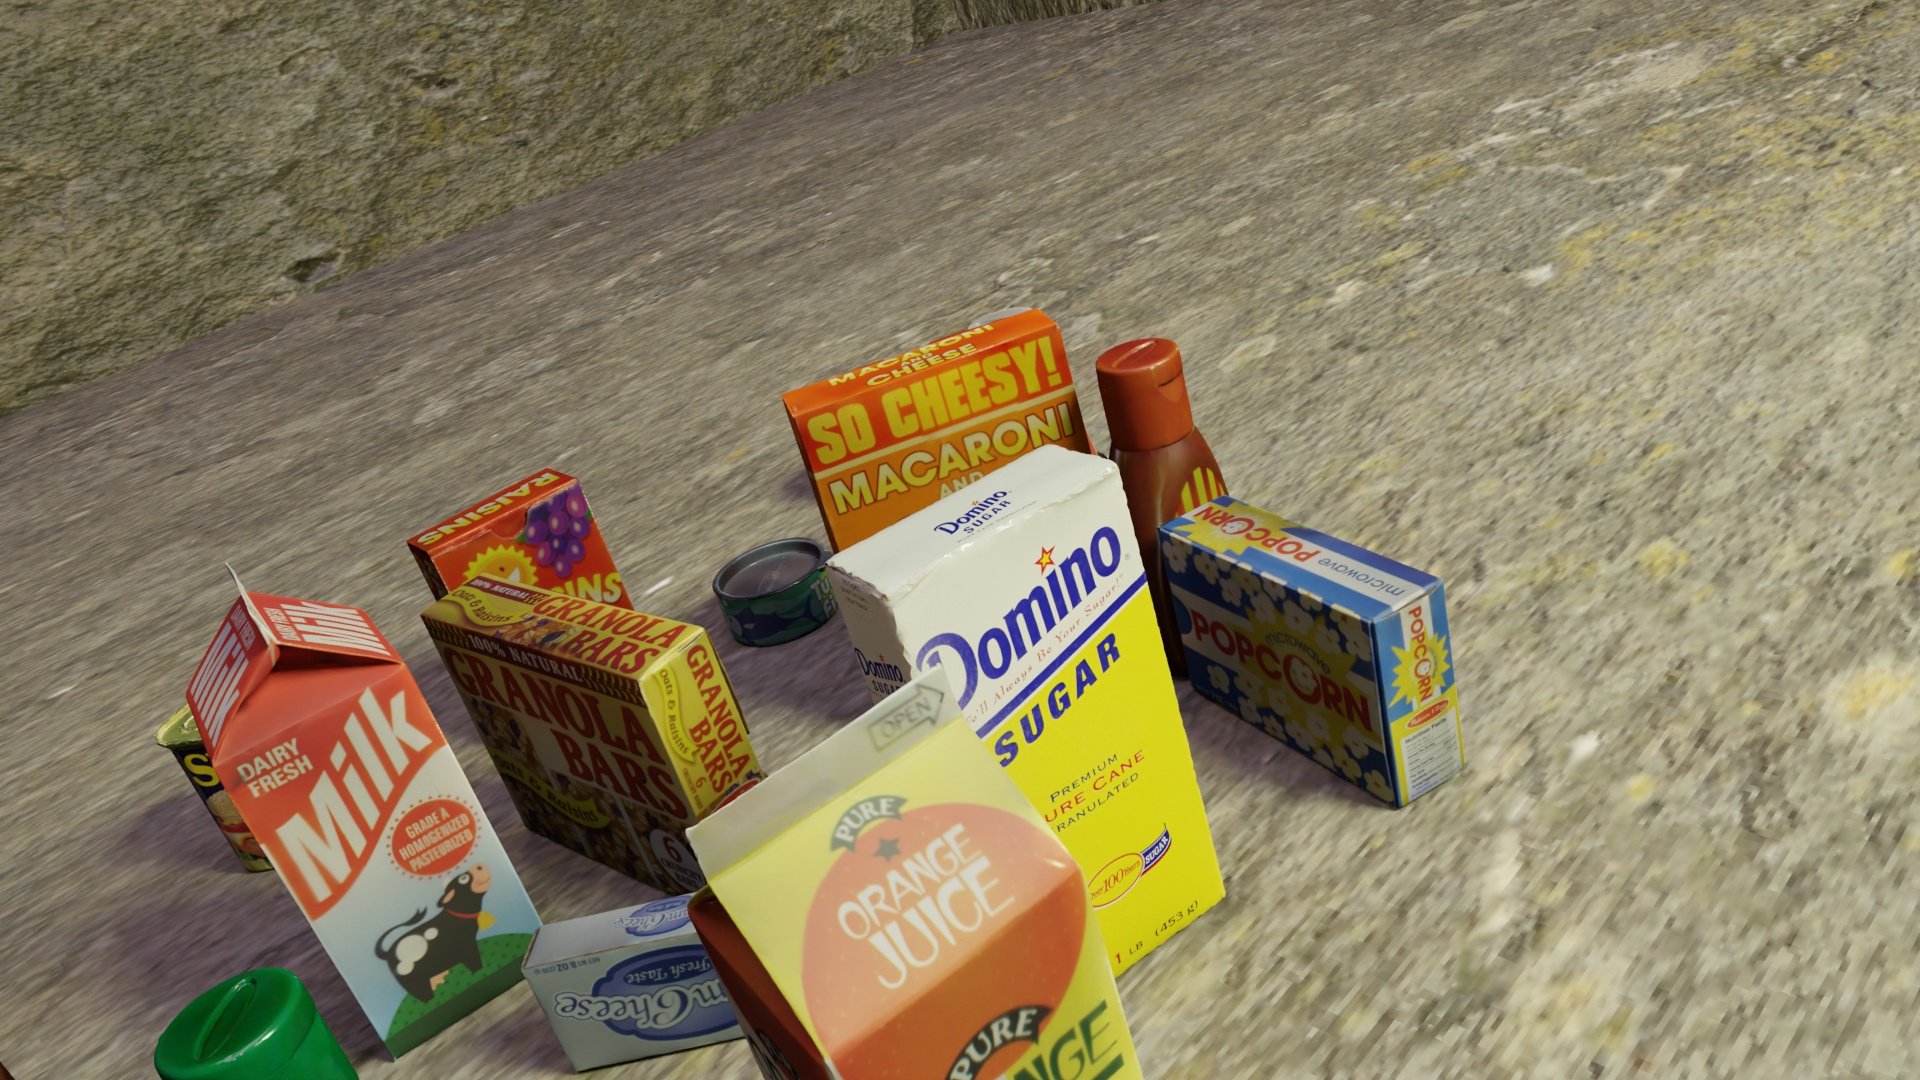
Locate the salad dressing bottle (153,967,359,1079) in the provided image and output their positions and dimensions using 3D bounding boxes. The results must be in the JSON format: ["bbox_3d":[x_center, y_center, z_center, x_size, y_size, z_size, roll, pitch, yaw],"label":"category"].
[{"bbox_3d":[-0.165,0.183,0.378,0.044,0.147,0.064,-15,26,4],"label":"salad dressing bottle"}]

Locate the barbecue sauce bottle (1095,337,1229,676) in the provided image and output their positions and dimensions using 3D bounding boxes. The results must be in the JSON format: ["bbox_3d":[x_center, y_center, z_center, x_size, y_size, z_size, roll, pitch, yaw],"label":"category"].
[{"bbox_3d":[0.093,-0.015,0.619,0.065,0.148,0.043,-35,31,-33],"label":"barbecue sauce bottle"}]

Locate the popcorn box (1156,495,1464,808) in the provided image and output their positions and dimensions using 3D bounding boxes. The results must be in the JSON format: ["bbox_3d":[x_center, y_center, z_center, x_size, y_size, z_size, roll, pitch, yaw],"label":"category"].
[{"bbox_3d":[0.138,0.040,0.555,0.038,0.085,0.127,-27,28,-20],"label":"popcorn box"}]

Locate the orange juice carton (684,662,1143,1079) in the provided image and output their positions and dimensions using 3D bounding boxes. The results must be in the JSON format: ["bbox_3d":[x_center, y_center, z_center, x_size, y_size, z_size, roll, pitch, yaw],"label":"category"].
[{"bbox_3d":[-0.006,0.127,0.345,0.072,0.191,0.073,-30,29,-26],"label":"orange juice carton"}]

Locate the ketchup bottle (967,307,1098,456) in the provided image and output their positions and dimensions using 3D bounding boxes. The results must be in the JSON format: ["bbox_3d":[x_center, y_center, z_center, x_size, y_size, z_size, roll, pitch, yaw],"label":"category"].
[{"bbox_3d":[0.039,-0.043,0.704,0.064,0.148,0.044,-2,29,28],"label":"ketchup bottle"}]

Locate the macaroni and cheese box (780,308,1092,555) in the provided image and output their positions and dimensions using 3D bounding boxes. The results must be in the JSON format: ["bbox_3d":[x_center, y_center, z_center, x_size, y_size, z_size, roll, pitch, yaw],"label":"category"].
[{"bbox_3d":[0.002,-0.008,0.637,0.124,0.165,0.040,-20,26,-7],"label":"macaroni and cheese box"}]

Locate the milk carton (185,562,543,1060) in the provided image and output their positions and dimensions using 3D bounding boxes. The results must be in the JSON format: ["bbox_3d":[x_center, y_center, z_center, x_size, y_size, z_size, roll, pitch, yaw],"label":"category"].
[{"bbox_3d":[-0.235,0.097,0.539,0.074,0.189,0.072,-30,28,-25],"label":"milk carton"}]

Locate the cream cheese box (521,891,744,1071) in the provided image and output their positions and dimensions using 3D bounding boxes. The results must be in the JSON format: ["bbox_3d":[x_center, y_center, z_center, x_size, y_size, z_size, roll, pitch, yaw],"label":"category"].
[{"bbox_3d":[-0.098,0.155,0.501,0.104,0.053,0.024,-14,26,6],"label":"cream cheese box"}]

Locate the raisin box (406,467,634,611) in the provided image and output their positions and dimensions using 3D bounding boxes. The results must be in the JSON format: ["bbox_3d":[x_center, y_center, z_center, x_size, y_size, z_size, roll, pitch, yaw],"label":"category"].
[{"bbox_3d":[-0.222,0.036,0.730,0.086,0.123,0.040,-33,30,-30],"label":"raisin box"}]

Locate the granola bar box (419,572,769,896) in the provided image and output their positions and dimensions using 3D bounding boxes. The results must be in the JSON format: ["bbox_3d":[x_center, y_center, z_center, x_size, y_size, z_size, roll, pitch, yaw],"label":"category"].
[{"bbox_3d":[-0.150,0.084,0.592,0.165,0.123,0.039,9,35,41],"label":"granola bar box"}]

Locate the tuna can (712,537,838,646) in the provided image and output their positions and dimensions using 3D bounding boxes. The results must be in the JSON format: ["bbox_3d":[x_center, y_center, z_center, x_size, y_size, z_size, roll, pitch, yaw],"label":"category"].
[{"bbox_3d":[-0.100,0.028,0.778,0.071,0.032,0.071,-13,26,7],"label":"tuna can"}]
